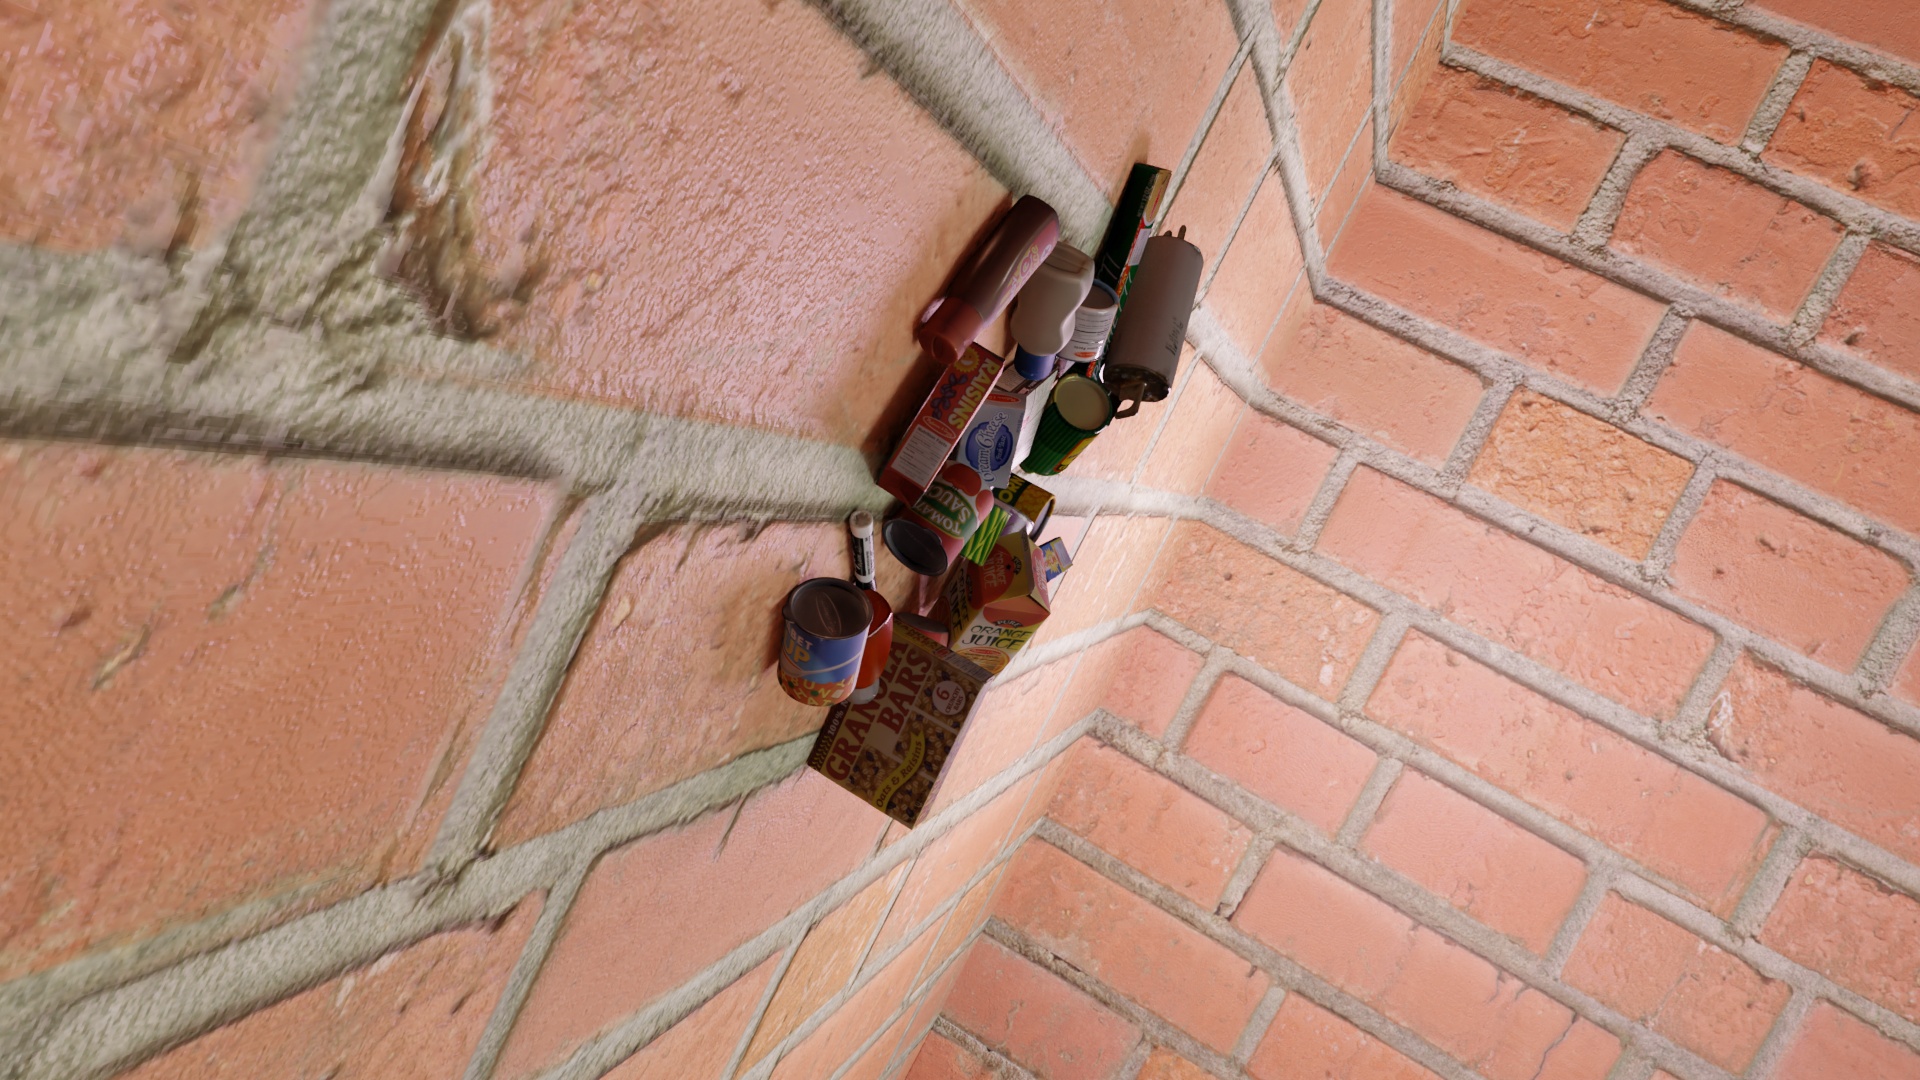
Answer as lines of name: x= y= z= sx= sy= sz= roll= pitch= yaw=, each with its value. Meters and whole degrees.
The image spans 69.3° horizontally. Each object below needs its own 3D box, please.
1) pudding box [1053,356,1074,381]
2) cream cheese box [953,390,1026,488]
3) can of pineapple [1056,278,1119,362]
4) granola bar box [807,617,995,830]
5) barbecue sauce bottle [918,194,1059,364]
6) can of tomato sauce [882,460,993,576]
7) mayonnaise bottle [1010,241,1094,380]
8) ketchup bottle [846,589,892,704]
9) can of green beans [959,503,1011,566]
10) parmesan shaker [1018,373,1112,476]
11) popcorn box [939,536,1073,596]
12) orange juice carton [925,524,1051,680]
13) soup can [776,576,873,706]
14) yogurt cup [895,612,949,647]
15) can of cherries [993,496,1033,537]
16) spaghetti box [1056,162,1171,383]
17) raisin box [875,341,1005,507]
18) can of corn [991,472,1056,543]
pudding box: x=0.095 y=-0.188 z=1.364 sx=0.084 sy=0.030 sz=0.049 roll=-47 pitch=160 yaw=-44
cream cheese box: x=0.025 y=-0.092 z=1.253 sx=0.103 sy=0.053 sz=0.024 roll=102 pitch=-5 yaw=-48
can of pineapple: x=0.110 y=-0.211 z=1.310 sx=0.071 sy=0.071 sz=0.057 roll=-45 pitch=158 yaw=-48
granola bar box: x=-0.058 y=0.173 z=1.322 sx=0.165 sy=0.124 sz=0.039 roll=-65 pitch=164 yaw=13
barbecue sauce bottle: x=0.021 y=-0.198 z=1.071 sx=0.149 sy=0.044 sz=0.064 roll=-54 pitch=169 yaw=-26
can of tomato sauce: x=-0.018 y=-0.021 z=1.217 sx=0.083 sy=0.071 sz=0.070 roll=-52 pitch=163 yaw=-34
mayonnaise bottle: x=0.074 y=-0.199 z=1.220 sx=0.147 sy=0.065 sz=0.041 roll=102 pitch=14 yaw=-59
ketchup bottle: x=-0.091 y=0.101 z=1.234 sx=0.065 sy=0.043 sz=0.148 roll=-33 pitch=156 yaw=-20
can of green beans: x=0.006 y=-0.016 z=1.310 sx=0.058 sy=0.071 sz=0.071 roll=-61 pitch=165 yaw=-1
parmesan shaker: x=0.101 y=-0.113 z=1.391 sx=0.071 sy=0.071 sz=0.102 roll=-53 pitch=-177 yaw=-29
popcorn box: x=0.049 y=0.044 z=1.493 sx=0.126 sy=0.038 sz=0.085 roll=-26 pitch=179 yaw=24
orange juice carton: x=0.032 y=0.064 z=1.375 sx=0.191 sy=0.073 sz=0.072 roll=124 pitch=-33 yaw=-50
soup can: x=-0.111 y=0.081 z=1.099 sx=0.072 sy=0.071 sz=0.083 roll=-46 pitch=160 yaw=-45
yogurt cup: x=-0.045 y=0.105 z=1.371 sx=0.072 sy=0.072 sz=0.054 roll=-12 pitch=121 yaw=-71
can of cherries: x=0.033 y=-0.006 z=1.414 sx=0.058 sy=0.071 sz=0.071 roll=-59 pitch=165 yaw=-10
spaghetti box: x=0.153 y=-0.257 z=1.406 sx=0.050 sy=0.029 sz=0.249 roll=-26 pitch=138 yaw=-64
raisin box: x=-0.016 y=-0.092 z=1.103 sx=0.123 sy=0.040 sz=0.086 roll=-59 pitch=-178 yaw=-11
can of corn: x=0.062 y=-0.034 z=1.481 sx=0.071 sy=0.058 sz=0.071 roll=-55 pitch=164 yaw=-24
